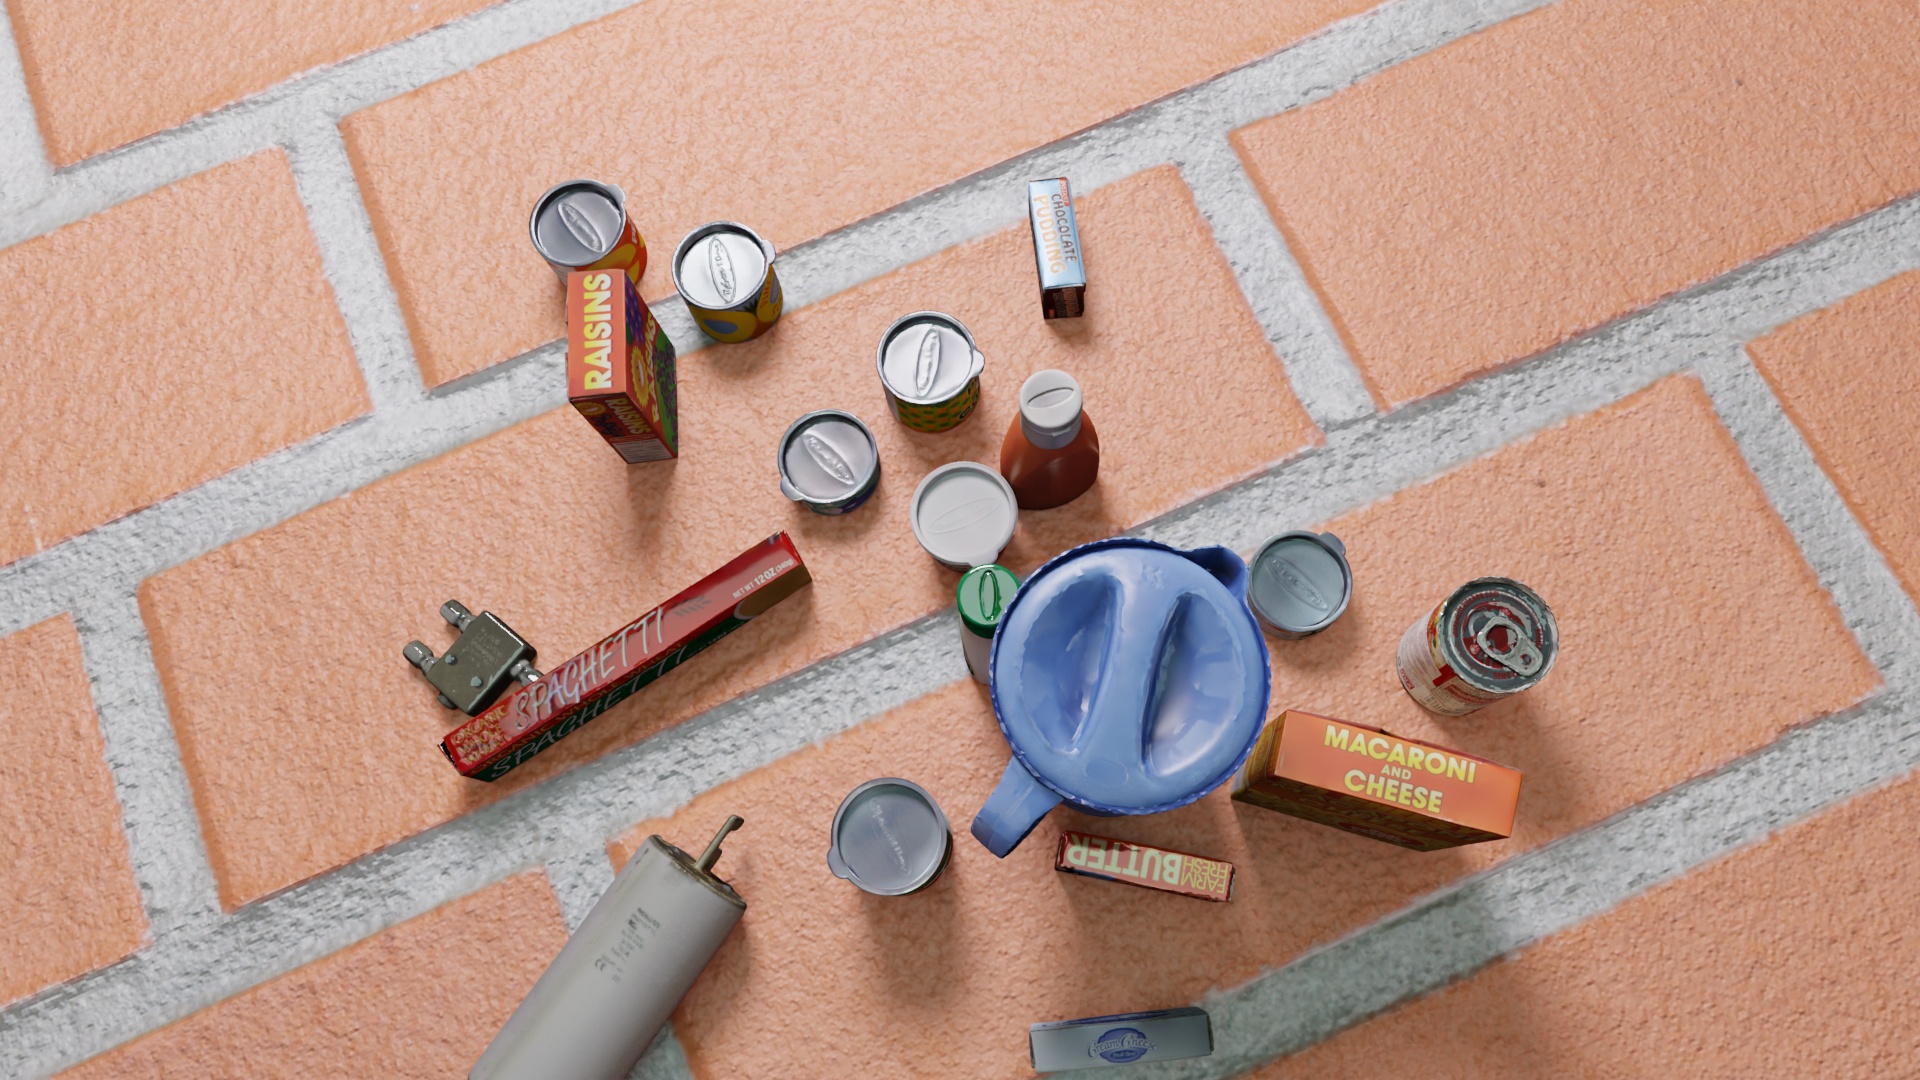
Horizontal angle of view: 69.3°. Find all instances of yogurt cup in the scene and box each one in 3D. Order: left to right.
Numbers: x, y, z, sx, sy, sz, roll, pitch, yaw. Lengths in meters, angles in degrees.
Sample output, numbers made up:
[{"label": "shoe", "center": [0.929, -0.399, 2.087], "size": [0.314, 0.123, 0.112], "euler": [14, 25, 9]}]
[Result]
[{"label": "yogurt cup", "center": [0.003, -0.011, 0.896], "size": [0.072, 0.054, 0.072], "euler": [-1, 74, 3]}]

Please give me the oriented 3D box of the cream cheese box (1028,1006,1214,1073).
[{"label": "cream cheese box", "center": [0.092, 0.290, 0.807], "size": [0.104, 0.053, 0.024], "euler": [-6, 75, 1]}]

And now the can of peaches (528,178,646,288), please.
[{"label": "can of peaches", "center": [-0.255, -0.209, 0.963], "size": [0.071, 0.058, 0.071], "euler": [-1, 74, 3]}]

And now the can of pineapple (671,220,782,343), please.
[{"label": "can of pineapple", "center": [-0.156, -0.175, 0.949], "size": [0.071, 0.057, 0.071], "euler": [-1, 74, 3]}]

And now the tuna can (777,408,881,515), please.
[{"label": "tuna can", "center": [-0.088, -0.050, 0.923], "size": [0.071, 0.032, 0.071], "euler": [-1, 74, 3]}]

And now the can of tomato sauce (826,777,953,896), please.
[{"label": "can of tomato sauce", "center": [-0.040, 0.180, 0.829], "size": [0.071, 0.083, 0.071], "euler": [-1, 75, 3]}]

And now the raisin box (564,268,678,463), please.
[{"label": "raisin box", "center": [-0.218, -0.110, 0.899], "size": [0.040, 0.123, 0.086], "euler": [-5, 74, 2]}]

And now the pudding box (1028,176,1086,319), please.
[{"label": "pudding box", "center": [0.066, -0.199, 0.949], "size": [0.030, 0.049, 0.084], "euler": [-7, 74, 1]}]

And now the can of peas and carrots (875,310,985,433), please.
[{"label": "can of peas and carrots", "center": [-0.018, -0.111, 0.923], "size": [0.071, 0.058, 0.071], "euler": [-1, 74, 3]}]

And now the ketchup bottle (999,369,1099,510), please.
[{"label": "ketchup bottle", "center": [0.056, -0.061, 0.859], "size": [0.065, 0.148, 0.043], "euler": [-19, 75, -2]}]

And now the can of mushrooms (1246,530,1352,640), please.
[{"label": "can of mushrooms", "center": [0.215, 0.027, 0.886], "size": [0.071, 0.033, 0.071], "euler": [-1, 74, 3]}]

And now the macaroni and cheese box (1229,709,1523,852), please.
[{"label": "macaroni and cheese box", "center": [0.227, 0.138, 0.785], "size": [0.124, 0.166, 0.040], "euler": [14, 76, 7]}]

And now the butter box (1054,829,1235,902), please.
[{"label": "butter box", "center": [0.109, 0.196, 0.833], "size": [0.103, 0.053, 0.024], "euler": [10, 76, 6]}]

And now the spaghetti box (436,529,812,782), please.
[{"label": "spaghetti box", "center": [-0.209, 0.075, 0.885], "size": [0.250, 0.050, 0.029], "euler": [-32, 76, -6]}]

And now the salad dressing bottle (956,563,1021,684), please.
[{"label": "salad dressing bottle", "center": [0.020, 0.048, 0.830], "size": [0.044, 0.147, 0.064], "euler": [-1, 75, 3]}]
